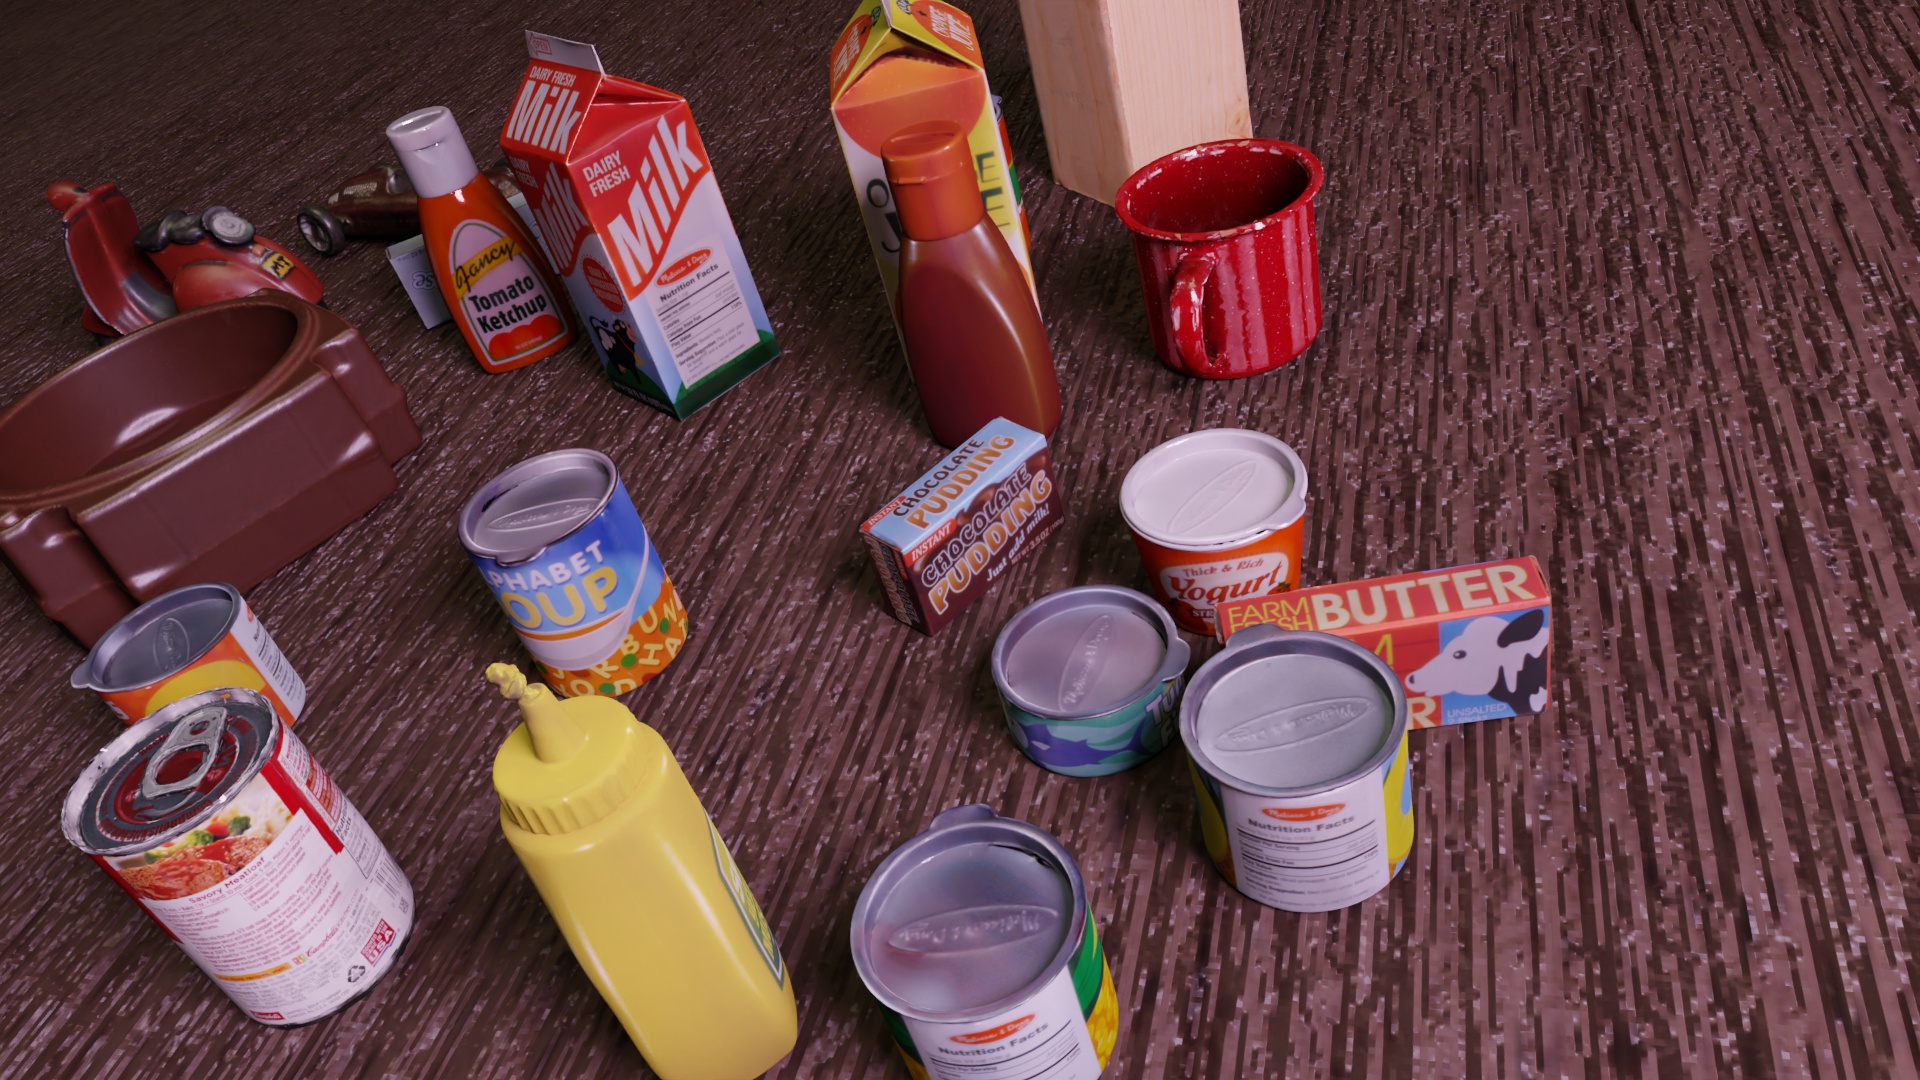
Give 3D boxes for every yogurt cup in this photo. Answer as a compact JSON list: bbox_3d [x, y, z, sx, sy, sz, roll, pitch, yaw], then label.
[{"bbox_3d":[0.097,-0.001,0.521,0.072,0.053,0.073,-10,38,8],"label":"yogurt cup"}]

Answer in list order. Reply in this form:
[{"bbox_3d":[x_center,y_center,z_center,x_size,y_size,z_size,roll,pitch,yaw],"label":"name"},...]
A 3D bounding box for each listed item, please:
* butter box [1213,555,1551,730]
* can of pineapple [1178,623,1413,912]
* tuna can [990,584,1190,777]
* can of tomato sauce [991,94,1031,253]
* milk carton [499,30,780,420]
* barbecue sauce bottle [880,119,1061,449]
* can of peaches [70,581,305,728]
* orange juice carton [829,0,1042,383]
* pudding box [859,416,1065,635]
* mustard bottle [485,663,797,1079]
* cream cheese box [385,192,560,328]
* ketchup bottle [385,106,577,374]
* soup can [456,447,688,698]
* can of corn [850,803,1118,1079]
[{"bbox_3d":[0.138,0.038,0.457,0.103,0.053,0.024,-9,38,10],"label":"butter box"},{"bbox_3d":[0.104,0.069,0.427,0.071,0.057,0.071,-10,38,8],"label":"can of pineapple"},{"bbox_3d":[0.049,0.049,0.493,0.071,0.032,0.071,-10,38,8],"label":"tuna can"},{"bbox_3d":[0.001,-0.194,0.771,0.071,0.082,0.071,-10,38,8],"label":"can of tomato sauce"},{"bbox_3d":[-0.168,-0.164,0.710,0.074,0.189,0.072,-39,43,-26],"label":"milk carton"},{"bbox_3d":[0.001,-0.108,0.612,0.065,0.147,0.044,4,42,25],"label":"barbecue sauce bottle"},{"bbox_3d":[-0.329,0.062,0.597,0.071,0.057,0.071,-10,38,8],"label":"can of peaches"},{"bbox_3d":[-0.014,-0.179,0.669,0.073,0.191,0.072,-13,38,5],"label":"orange juice carton"},{"bbox_3d":[0.002,-0.007,0.566,0.084,0.049,0.030,-40,43,-27],"label":"pudding box"},{"bbox_3d":[-0.091,0.091,0.389,0.049,0.159,0.065,-26,39,-11],"label":"mustard bottle"},{"bbox_3d":[-0.308,-0.182,0.895,0.104,0.053,0.024,-27,39,-13],"label":"cream cheese box"},{"bbox_3d":[-0.275,-0.170,0.791,0.065,0.148,0.044,-26,39,-12],"label":"ketchup bottle"},{"bbox_3d":[-0.157,0.017,0.568,0.071,0.083,0.072,-10,38,8],"label":"soup can"},{"bbox_3d":[0.008,0.121,0.398,0.071,0.058,0.071,-10,38,8],"label":"can of corn"}]
